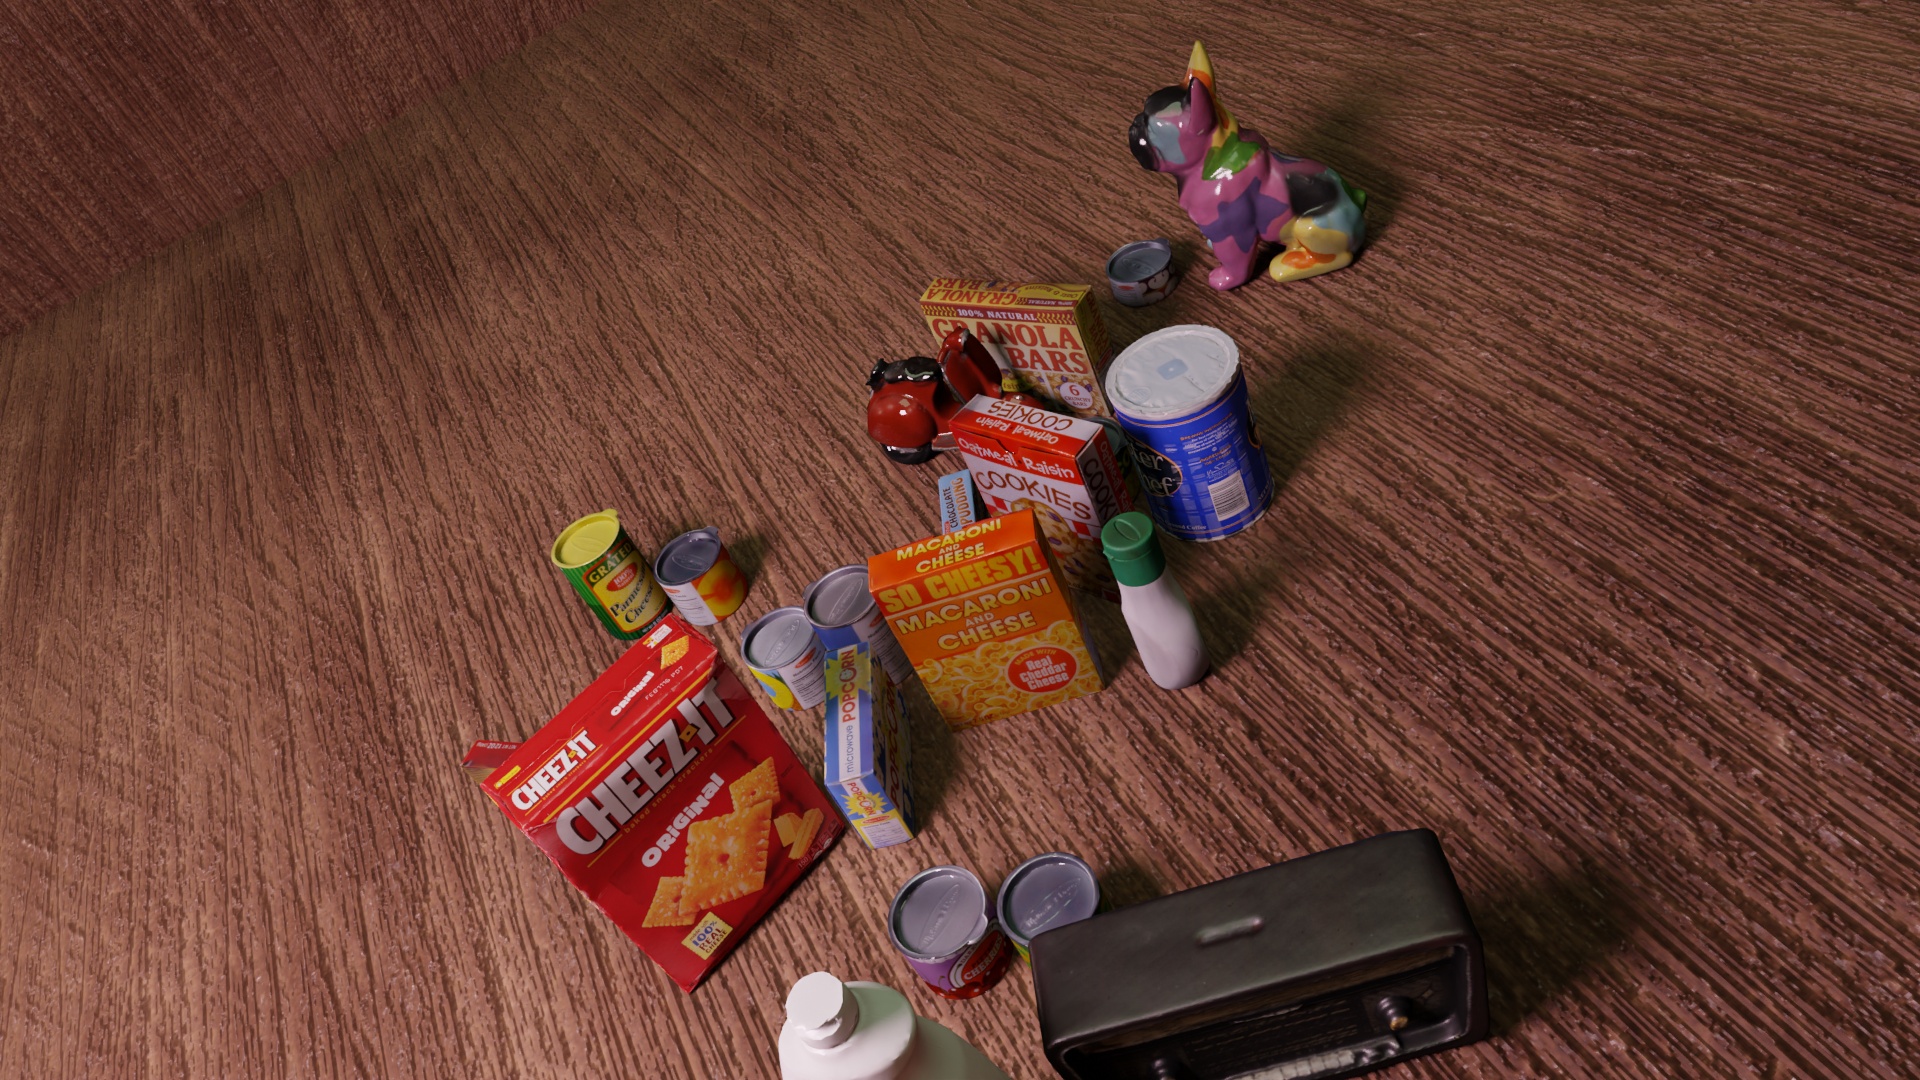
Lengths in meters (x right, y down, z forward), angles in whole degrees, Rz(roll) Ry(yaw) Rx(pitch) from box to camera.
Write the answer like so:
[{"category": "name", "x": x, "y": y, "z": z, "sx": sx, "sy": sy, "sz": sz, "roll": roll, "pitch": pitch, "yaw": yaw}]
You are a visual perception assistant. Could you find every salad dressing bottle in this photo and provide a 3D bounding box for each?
[{"category": "salad dressing bottle", "x": 0.135, "y": 0.043, "z": 0.971, "sx": 0.044, "sy": 0.147, "sz": 0.064, "roll": -34, "pitch": 41, "yaw": -9}]

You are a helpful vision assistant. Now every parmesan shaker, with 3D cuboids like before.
[{"category": "parmesan shaker", "x": -0.308, "y": 0.032, "z": 1.244, "sx": 0.071, "sy": 0.102, "sz": 0.072, "roll": -15, "pitch": 42, "yaw": 14}]

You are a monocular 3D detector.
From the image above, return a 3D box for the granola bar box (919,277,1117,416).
[{"category": "granola bar box", "x": 0.056, "y": -0.176, "z": 1.257, "sx": 0.165, "sy": 0.123, "sz": 0.039, "roll": 10, "pitch": 53, "yaw": 35}]

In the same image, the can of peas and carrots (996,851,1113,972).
[{"category": "can of peas and carrots", "x": 0.065, "y": 0.240, "z": 0.870, "sx": 0.071, "sy": 0.058, "sz": 0.071, "roll": -14, "pitch": 42, "yaw": 14}]

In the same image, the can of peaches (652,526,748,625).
[{"category": "can of peaches", "x": -0.229, "y": 0.032, "z": 1.238, "sx": 0.071, "sy": 0.057, "sz": 0.071, "roll": -14, "pitch": 42, "yaw": 14}]

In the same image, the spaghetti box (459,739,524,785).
[{"category": "spaghetti box", "x": -0.289, "y": 0.190, "z": 1.110, "sx": 0.250, "sy": 0.050, "sz": 0.029, "roll": -1, "pitch": 47, "yaw": 26}]

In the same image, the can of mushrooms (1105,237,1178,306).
[{"category": "can of mushrooms", "x": 0.179, "y": -0.262, "z": 1.353, "sx": 0.071, "sy": 0.033, "sz": 0.071, "roll": -14, "pitch": 42, "yaw": 14}]

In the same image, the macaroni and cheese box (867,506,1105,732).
[{"category": "macaroni and cheese box", "x": 0.021, "y": 0.060, "z": 0.998, "sx": 0.123, "sy": 0.165, "sz": 0.040, "roll": -17, "pitch": 42, "yaw": 10}]

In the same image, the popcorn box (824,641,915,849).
[{"category": "popcorn box", "x": -0.067, "y": 0.148, "z": 1.012, "sx": 0.038, "sy": 0.085, "sz": 0.127, "roll": -18, "pitch": 41, "yaw": 10}]

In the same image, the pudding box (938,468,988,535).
[{"category": "pudding box", "x": 0.004, "y": -0.015, "z": 1.173, "sx": 0.030, "sy": 0.049, "sz": 0.084, "roll": -17, "pitch": 42, "yaw": 11}]

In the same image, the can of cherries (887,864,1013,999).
[{"category": "can of cherries", "x": -0.004, "y": 0.253, "z": 0.891, "sx": 0.071, "sy": 0.058, "sz": 0.072, "roll": -14, "pitch": 42, "yaw": 14}]

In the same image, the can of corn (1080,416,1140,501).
[{"category": "can of corn", "x": 0.114, "y": -0.060, "z": 1.158, "sx": 0.071, "sy": 0.058, "sz": 0.071, "roll": -14, "pitch": 42, "yaw": 14}]

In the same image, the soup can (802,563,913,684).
[{"category": "soup can", "x": -0.079, "y": 0.069, "z": 1.102, "sx": 0.071, "sy": 0.083, "sz": 0.072, "roll": -14, "pitch": 42, "yaw": 14}]

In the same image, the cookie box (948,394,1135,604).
[{"category": "cookie box", "x": 0.073, "y": -0.029, "z": 1.063, "sx": 0.123, "sy": 0.166, "sz": 0.040, "roll": 18, "pitch": 57, "yaw": 39}]

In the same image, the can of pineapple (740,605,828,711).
[{"category": "can of pineapple", "x": -0.137, "y": 0.095, "z": 1.125, "sx": 0.071, "sy": 0.057, "sz": 0.071, "roll": -14, "pitch": 42, "yaw": 14}]
